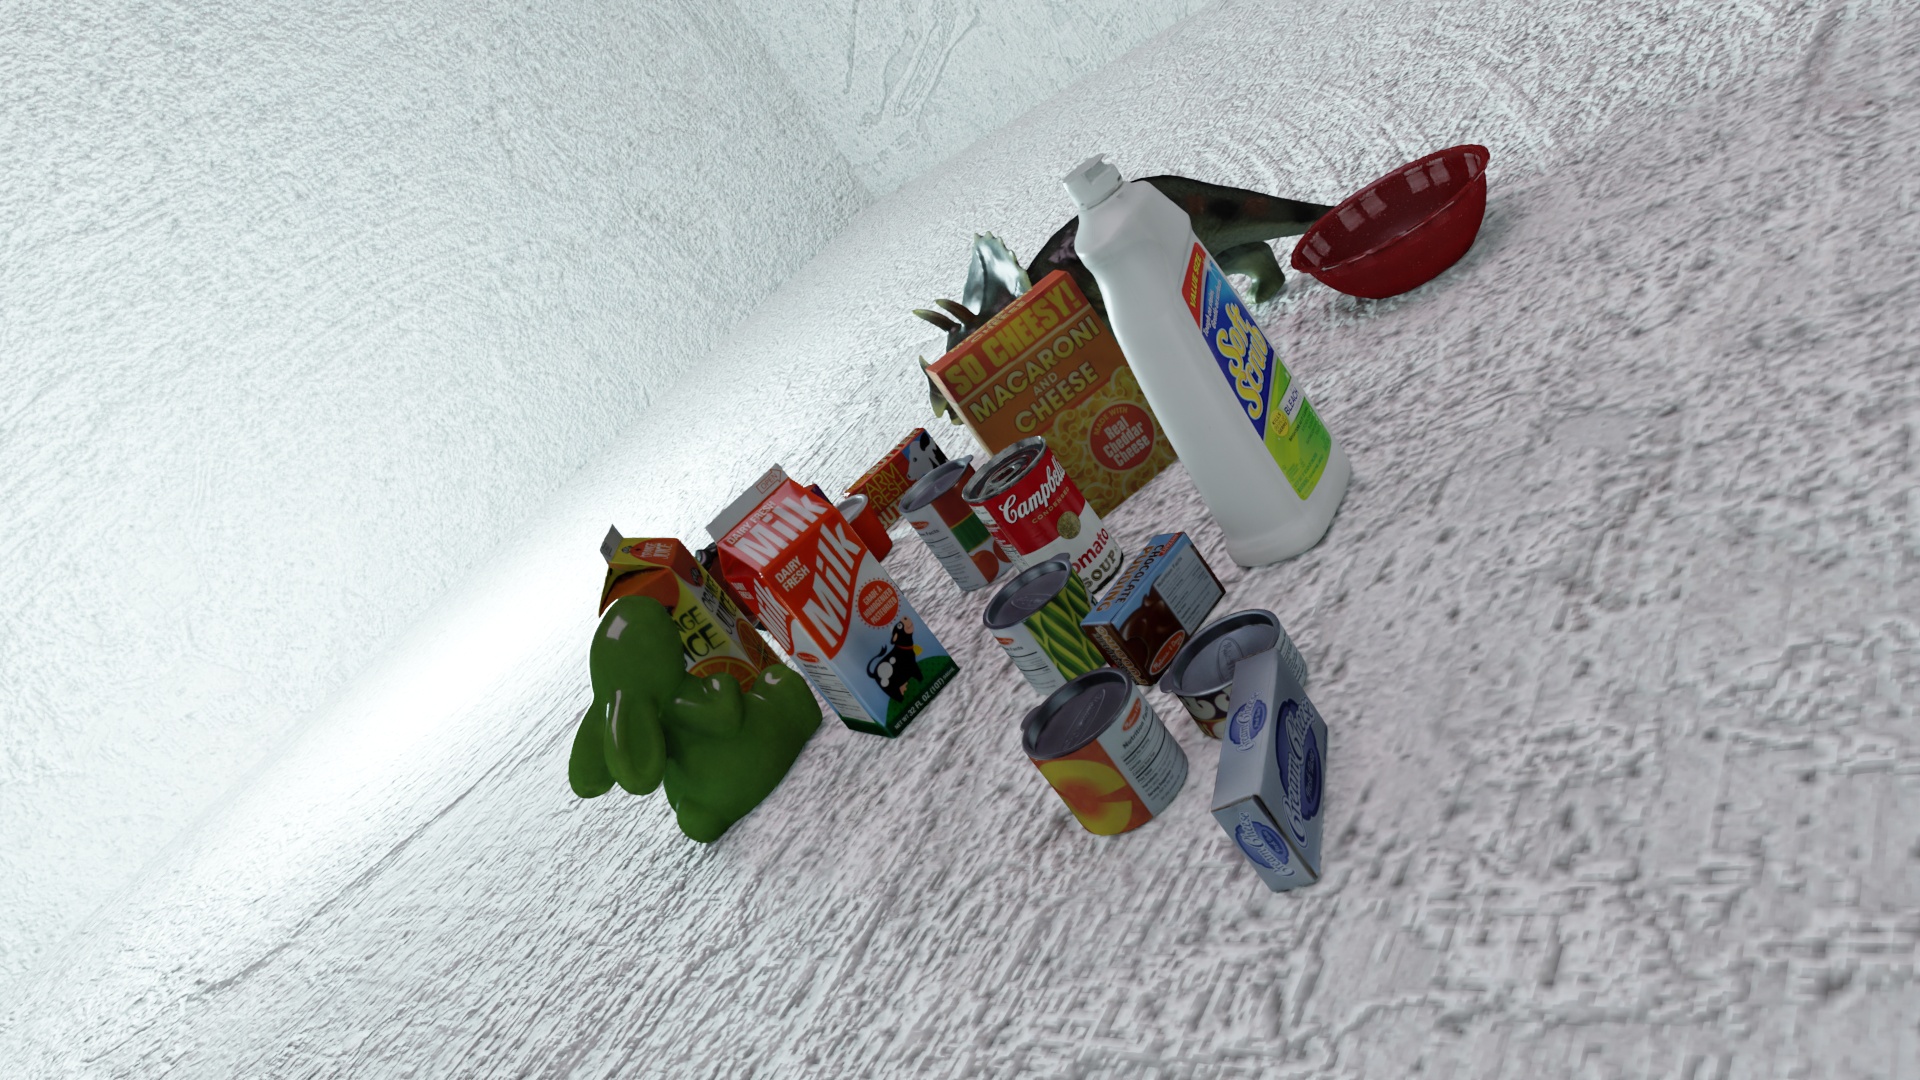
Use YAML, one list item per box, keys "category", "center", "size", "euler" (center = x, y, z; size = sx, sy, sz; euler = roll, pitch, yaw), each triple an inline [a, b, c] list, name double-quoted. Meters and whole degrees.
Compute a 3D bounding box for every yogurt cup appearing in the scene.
- category: "yogurt cup"
  center: [-0.099, -0.002, 1.281]
  size: [0.072, 0.054, 0.073]
  euler: [-33, 19, 13]

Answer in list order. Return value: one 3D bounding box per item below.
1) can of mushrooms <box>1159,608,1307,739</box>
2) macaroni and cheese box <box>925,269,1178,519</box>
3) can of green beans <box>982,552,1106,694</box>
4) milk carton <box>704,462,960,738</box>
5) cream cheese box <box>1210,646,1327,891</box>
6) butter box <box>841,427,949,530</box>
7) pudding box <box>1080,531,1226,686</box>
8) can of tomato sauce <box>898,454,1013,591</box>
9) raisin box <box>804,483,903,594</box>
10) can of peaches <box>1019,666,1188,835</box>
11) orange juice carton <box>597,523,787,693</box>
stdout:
- category: "can of mushrooms"
  center: [0.141, 0.070, 0.719]
  size: [0.071, 0.033, 0.071]
  euler: [-32, 19, 13]
- category: "macaroni and cheese box"
  center: [0.072, -0.097, 1.028]
  size: [0.124, 0.166, 0.040]
  euler: [-38, 18, -4]
- category: "can of green beans"
  center: [0.057, 0.054, 0.868]
  size: [0.071, 0.057, 0.071]
  euler: [-33, 19, 13]
- category: "milk carton"
  center: [-0.093, 0.042, 0.956]
  size: [0.072, 0.190, 0.073]
  euler: [-46, 20, -24]
- category: "cream cheese box"
  center: [0.140, 0.100, 0.619]
  size: [0.024, 0.053, 0.104]
  euler: [-26, 22, 30]
- category: "butter box"
  center: [-0.060, -0.058, 1.346]
  size: [0.104, 0.053, 0.024]
  euler: [-43, 19, -16]
- category: "pudding box"
  center: [0.114, 0.039, 0.815]
  size: [0.084, 0.049, 0.030]
  euler: [-47, 21, -29]
- category: "can of tomato sauce"
  center: [0.004, -0.014, 1.082]
  size: [0.071, 0.083, 0.071]
  euler: [-33, 19, 13]
- category: "raisin box"
  center: [-0.112, 0.028, 1.127]
  size: [0.040, 0.123, 0.086]
  euler: [-19, 25, 43]
- category: "can of peaches"
  center: [0.073, 0.108, 0.712]
  size: [0.071, 0.058, 0.071]
  euler: [-33, 19, 13]
- category: "orange juice carton"
  center: [-0.224, 0.069, 1.120]
  size: [0.073, 0.192, 0.072]
  euler: [-35, 19, 7]
